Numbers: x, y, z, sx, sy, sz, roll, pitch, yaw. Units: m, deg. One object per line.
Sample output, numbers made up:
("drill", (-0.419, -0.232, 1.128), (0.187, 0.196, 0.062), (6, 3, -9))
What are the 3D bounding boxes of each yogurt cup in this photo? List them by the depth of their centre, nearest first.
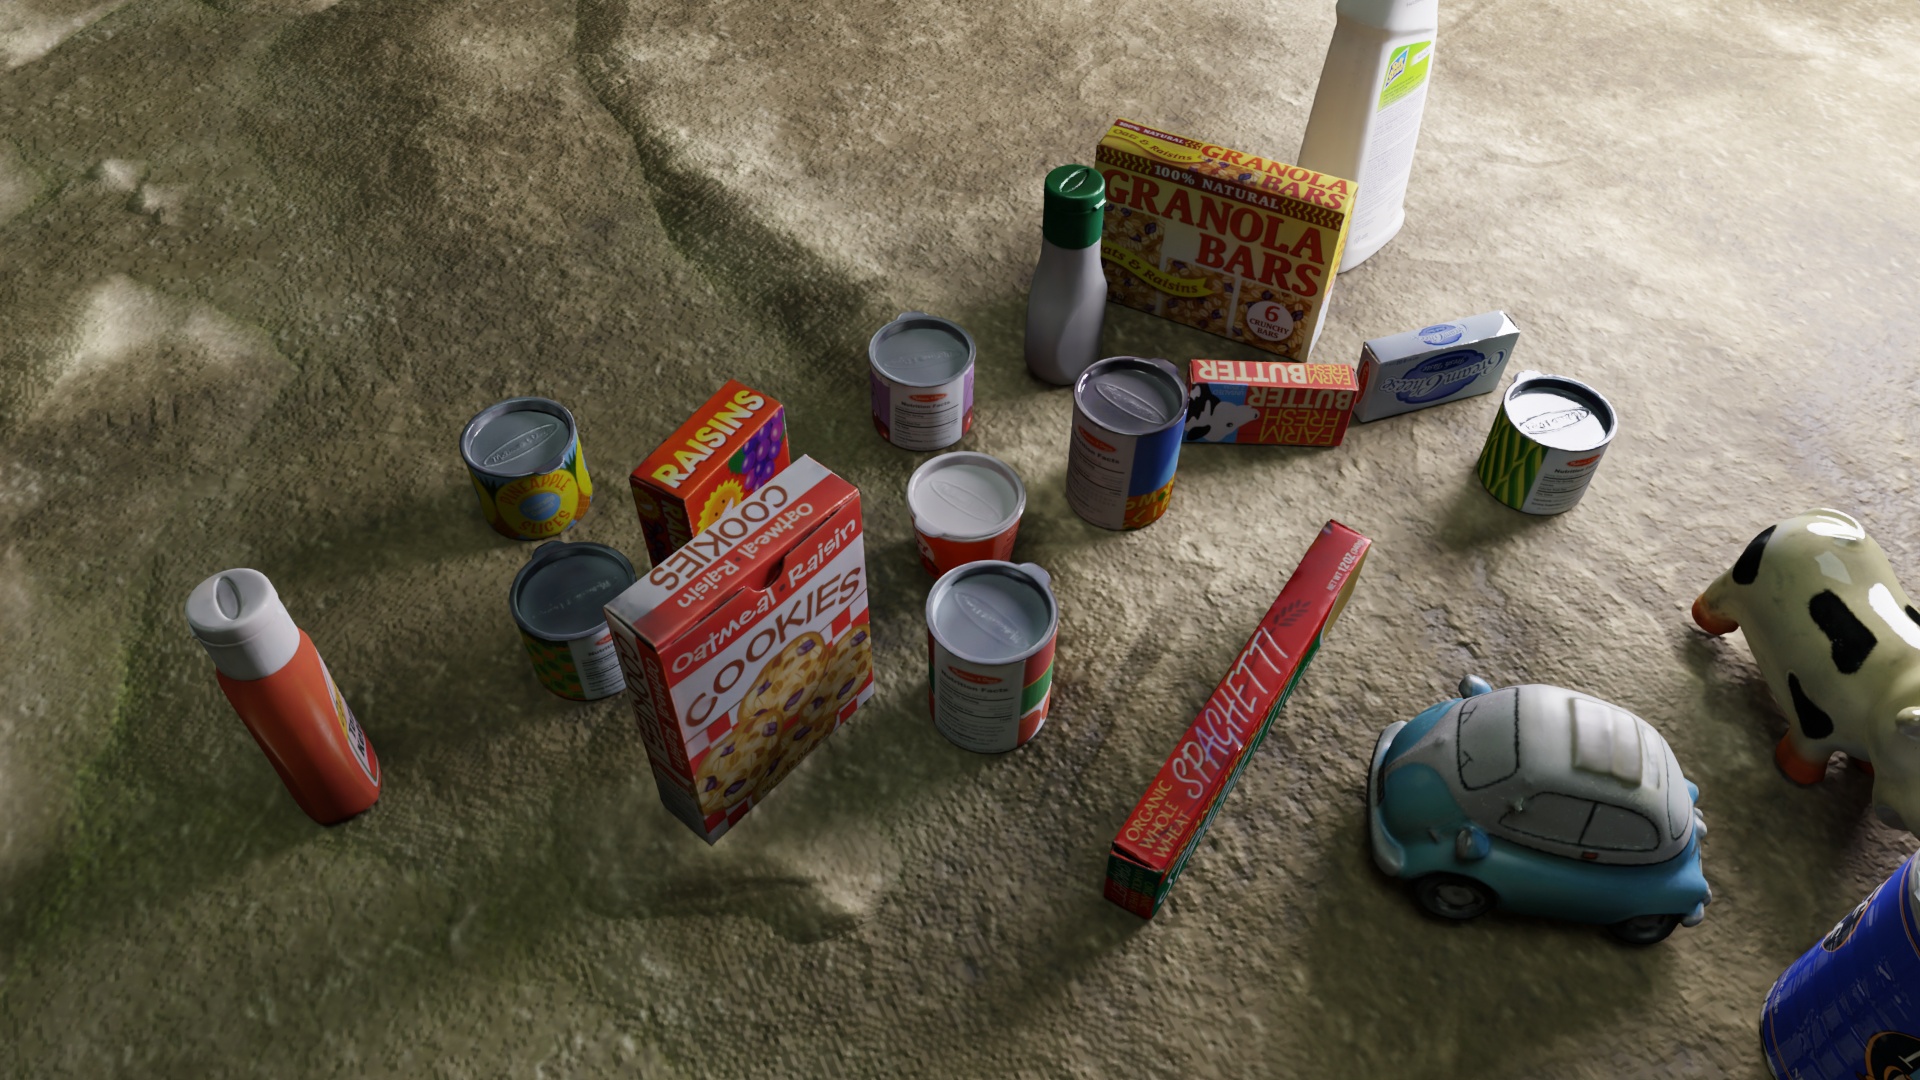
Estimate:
("yogurt cup", (0.003, -0.010, 0.804), (0.072, 0.053, 0.073), (0, 49, 0))

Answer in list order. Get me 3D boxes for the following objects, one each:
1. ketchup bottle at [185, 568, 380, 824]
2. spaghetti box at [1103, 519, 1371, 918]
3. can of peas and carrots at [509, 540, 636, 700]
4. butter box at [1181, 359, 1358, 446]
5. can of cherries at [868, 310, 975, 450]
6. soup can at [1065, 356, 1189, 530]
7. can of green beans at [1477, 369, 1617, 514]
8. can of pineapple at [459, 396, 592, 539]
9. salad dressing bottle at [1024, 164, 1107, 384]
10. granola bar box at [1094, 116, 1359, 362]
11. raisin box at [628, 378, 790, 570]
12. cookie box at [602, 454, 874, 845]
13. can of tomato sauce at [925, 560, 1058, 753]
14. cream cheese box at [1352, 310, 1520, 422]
("ketchup bottle", (-0.323, 0.074, 0.664), (0.044, 0.148, 0.065), (-25, 54, -20))
("spaghetti box", (0.148, 0.086, 0.724), (0.029, 0.049, 0.251), (27, 54, 21))
("can of peas and carrots", (-0.205, 0.043, 0.752), (0.071, 0.058, 0.071), (0, 49, 0))
("butter box", (0.192, -0.086, 0.872), (0.103, 0.052, 0.024), (2, 49, 1))
("can of cherries", (-0.024, -0.101, 0.880), (0.071, 0.058, 0.072), (0, 49, 0))
("soup can", (0.100, -0.058, 0.827), (0.071, 0.083, 0.072), (0, 49, 0))
("can of green beans", (0.356, -0.058, 0.847), (0.071, 0.057, 0.071), (0, 49, 0))
("can of pineapple", (-0.256, -0.041, 0.825), (0.071, 0.057, 0.071), (0, 49, 0))
("salad dressing bottle", (0.068, -0.166, 0.879), (0.044, 0.146, 0.064), (29, 55, 22))
("granola bar box", (0.169, -0.200, 0.924), (0.166, 0.123, 0.039), (21, 52, 17))
("raisin box", (-0.130, -0.014, 0.760), (0.040, 0.122, 0.086), (25, 54, 20))
("cookie box", (-0.098, 0.056, 0.670), (0.040, 0.166, 0.123), (33, 56, 25))
("can of tomato sauce", (0.016, 0.060, 0.724), (0.071, 0.082, 0.071), (0, 49, 0))
("cream cheese box", (0.304, -0.112, 0.897), (0.104, 0.053, 0.024), (-14, 51, -13))
